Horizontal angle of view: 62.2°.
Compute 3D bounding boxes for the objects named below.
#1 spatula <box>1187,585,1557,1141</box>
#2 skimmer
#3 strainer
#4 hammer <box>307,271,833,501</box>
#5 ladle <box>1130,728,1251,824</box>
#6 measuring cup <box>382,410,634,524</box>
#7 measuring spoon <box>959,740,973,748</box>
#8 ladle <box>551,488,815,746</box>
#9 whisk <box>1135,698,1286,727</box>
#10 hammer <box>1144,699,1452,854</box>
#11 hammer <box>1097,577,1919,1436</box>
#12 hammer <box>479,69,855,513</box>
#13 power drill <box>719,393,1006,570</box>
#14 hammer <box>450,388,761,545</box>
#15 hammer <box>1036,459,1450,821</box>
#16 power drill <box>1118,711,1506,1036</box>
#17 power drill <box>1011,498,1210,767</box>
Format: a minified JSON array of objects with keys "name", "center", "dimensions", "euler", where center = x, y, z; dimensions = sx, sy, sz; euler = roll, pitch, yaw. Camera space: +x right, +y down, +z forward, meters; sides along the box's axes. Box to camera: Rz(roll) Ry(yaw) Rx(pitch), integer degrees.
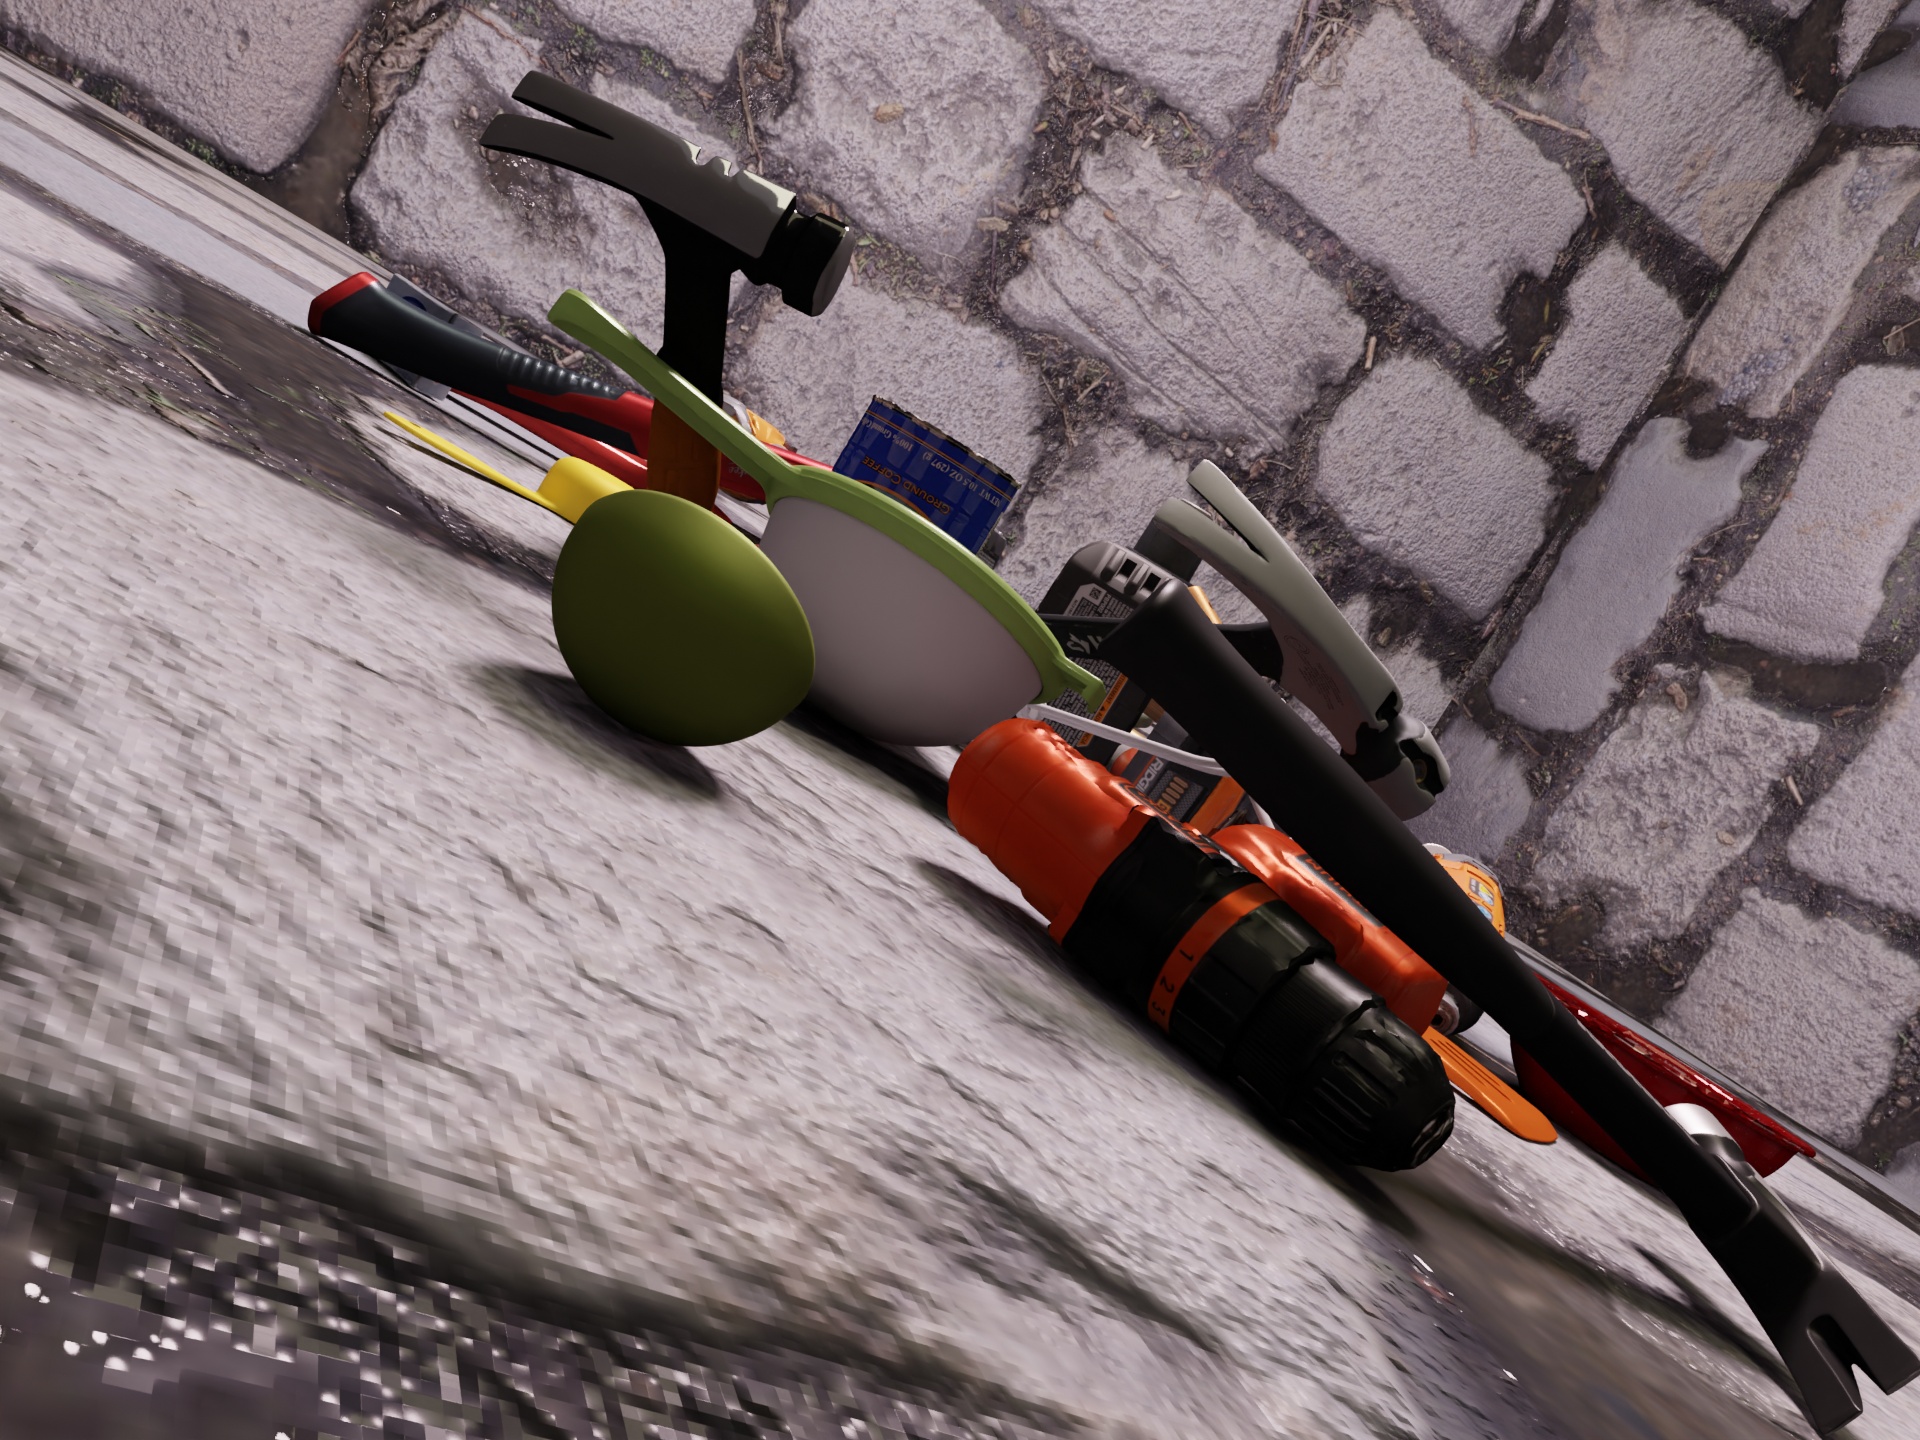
[{"name":"spatula","center":[0.185,0.061,0.772],"dimensions":[0.081,0.041,0.323],"euler":[23,39,-56]},{"name":"skimmer","center":[0.063,0.033,0.768],"dimensions":[0.364,0.090,0.127],"euler":[21,-17,41]},{"name":"strainer","center":[-0.071,-0.063,0.635],"dimensions":[0.256,0.069,0.151],"euler":[39,-13,-24]},{"name":"hammer","center":[-0.206,-0.167,0.976],"dimensions":[0.386,0.143,0.038],"euler":[19,7,-11]},{"name":"ladle","center":[0.143,0.020,1.297],"dimensions":[0.315,0.031,0.069],"euler":[36,-8,16]},{"name":"measuring cup","center":[-0.215,-0.127,0.785],"dimensions":[0.062,0.029,0.156],"euler":[35,5,36]},{"name":"measuring spoon","center":[-0.001,-0.003,0.891],"dimensions":[0.034,0.018,0.124],"euler":[30,7,-15]},{"name":"ladle","center":[-0.090,-0.040,0.557],"dimensions":[0.078,0.062,0.320],"euler":[42,1,-9]},{"name":"whisk","center":[0.156,-0.007,1.271],"dimensions":[0.246,0.057,0.059],"euler":[3,60,-21]},{"name":"hammer","center":[0.212,0.036,1.172],"dimensions":[0.331,0.031,0.130],"euler":[38,-15,20]},{"name":"hammer","center":[0.163,0.080,0.484],"dimensions":[0.334,0.035,0.146],"euler":[43,13,-15]},{"name":"hammer","center":[-0.125,-0.138,0.684],"dimensions":[0.127,0.034,0.336],"euler":[26,-19,-2]},{"name":"power drill","center":[-0.084,-0.151,1.131],"dimensions":[0.226,0.084,0.185],"euler":[28,3,12]},{"name":"hammer","center":[-0.204,-0.158,1.101],"dimensions":[0.358,0.036,0.149],"euler":[30,5,-20]},{"name":"hammer","center":[0.025,-0.042,0.712],"dimensions":[0.149,0.036,0.409],"euler":[51,-21,-26]},{"name":"power drill","center":[0.191,0.077,0.855],"dimensions":[0.226,0.084,0.164],"euler":[36,24,6]},{"name":"power drill","center":[0.092,-0.050,0.966],"dimensions":[0.080,0.190,0.228],"euler":[32,10,5]}]
